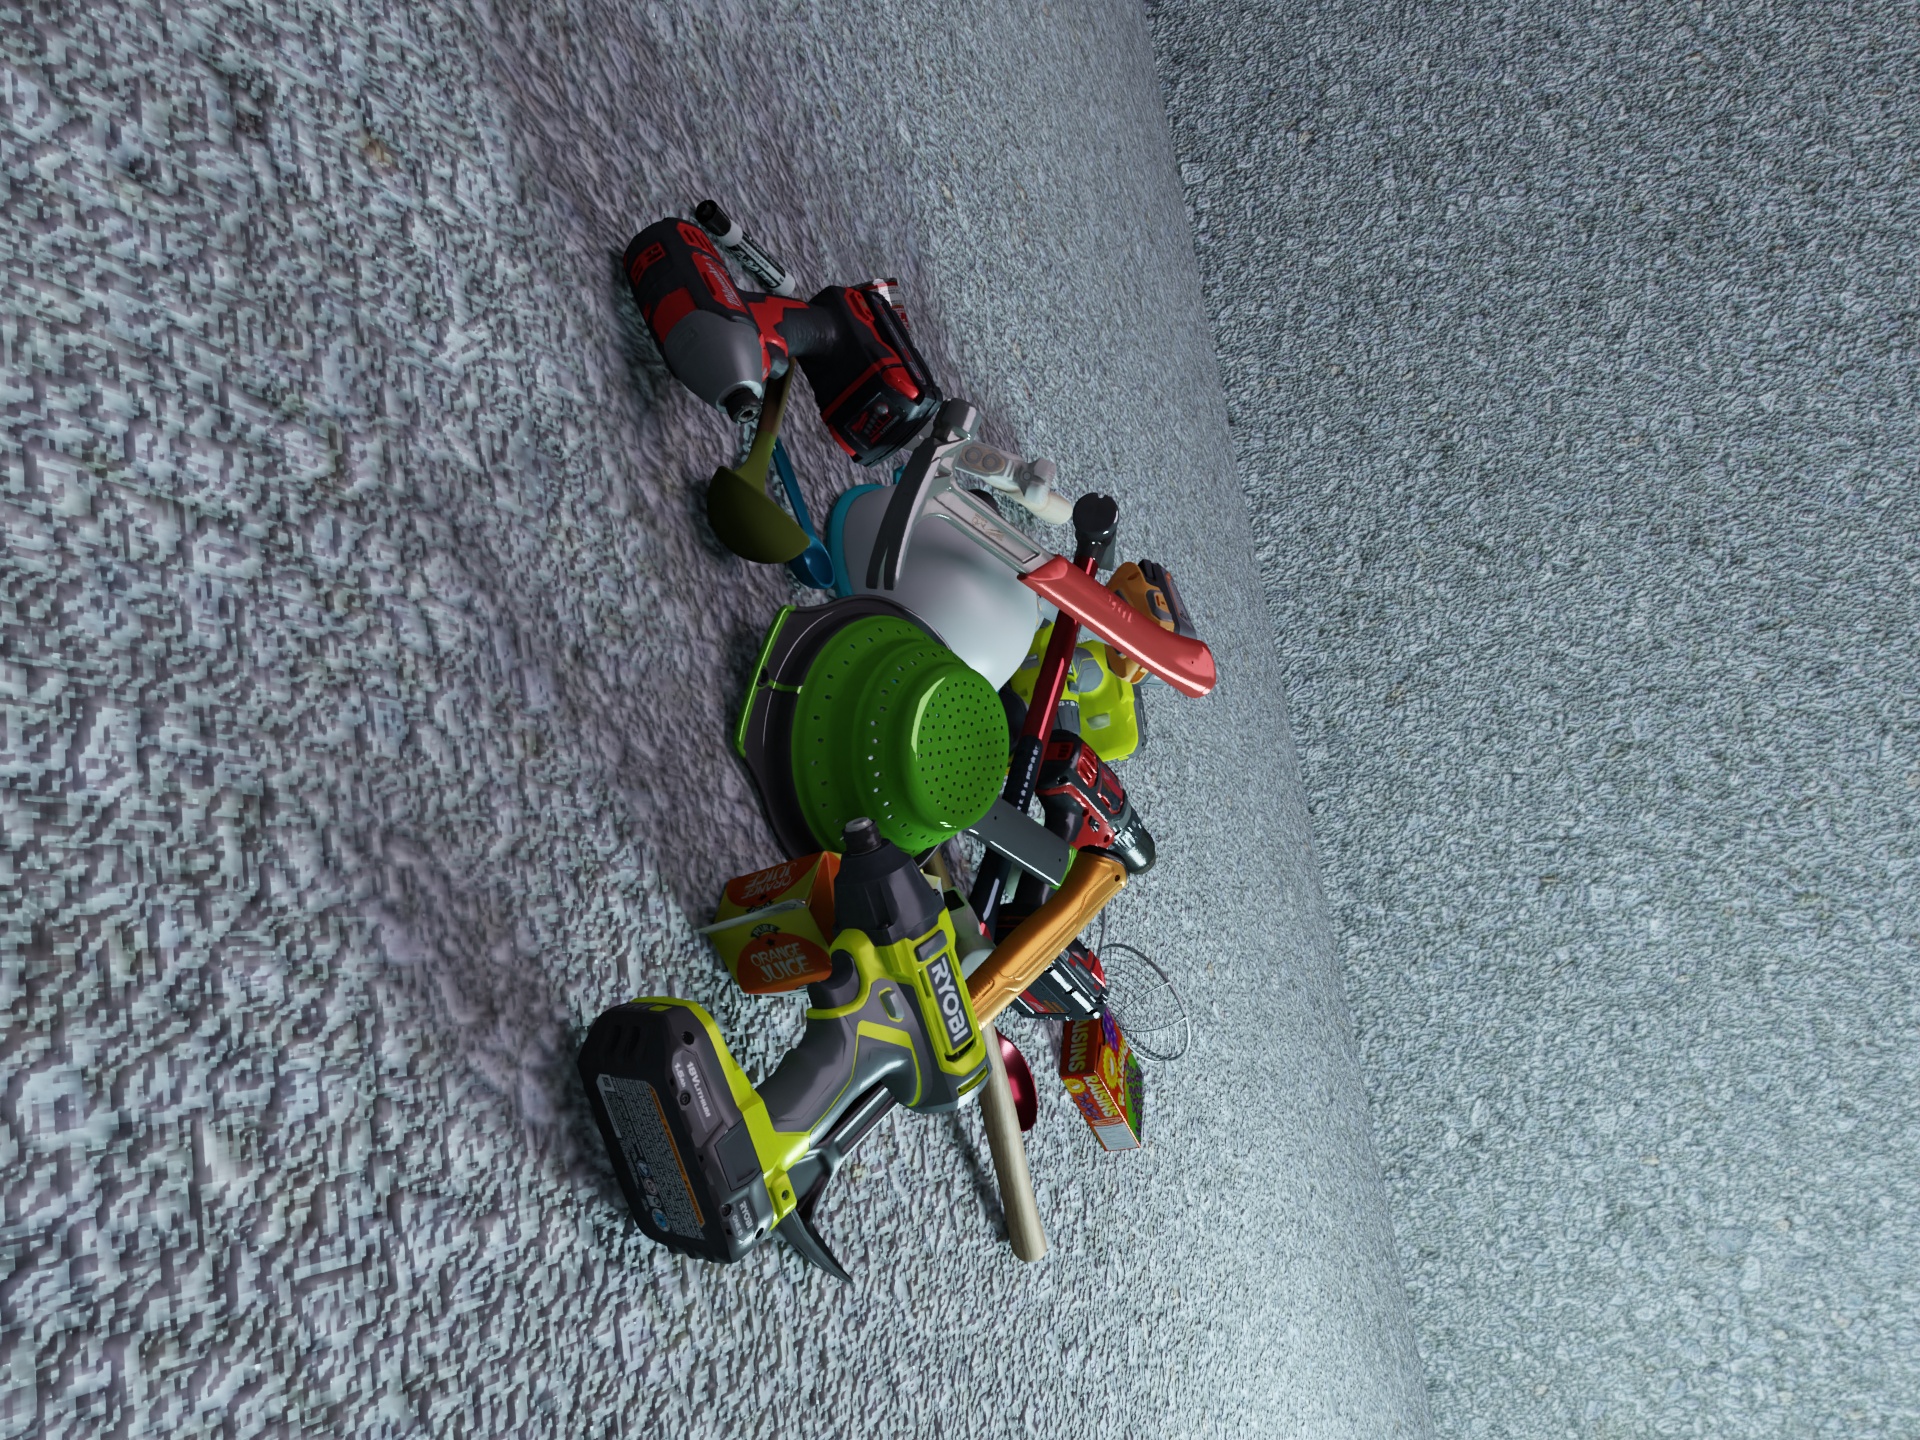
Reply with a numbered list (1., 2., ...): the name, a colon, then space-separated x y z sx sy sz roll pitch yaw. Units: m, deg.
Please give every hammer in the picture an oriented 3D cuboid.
1. hammer: 0.081 -0.093 1.225 0.358 0.037 0.149 31 76 -40
2. hammer: 0.023 0.267 1.173 0.130 0.031 0.331 -125 -160 -61
3. hammer: 0.046 -0.235 1.564 0.410 0.146 0.038 -8 120 -79
4. hammer: 0.002 0.196 1.008 0.337 0.034 0.127 -41 122 -33
5. hammer: 0.063 0.012 1.314 0.143 0.038 0.386 73 34 -76

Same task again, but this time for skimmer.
1. skimmer: 0.175 0.175 1.634 0.127 0.090 0.364 103 -9 -49

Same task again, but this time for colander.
1. colander: 0.013 0.050 1.126 0.396 0.094 0.205 35 65 -46

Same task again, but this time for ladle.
1. ladle: 0.004 0.188 1.222 0.069 0.031 0.315 -59 137 -56
2. ladle: -0.127 -0.222 1.133 0.078 0.062 0.320 42 33 -31

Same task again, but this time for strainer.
1. strainer: -0.024 -0.085 1.205 0.211 0.095 0.340 57 29 -10

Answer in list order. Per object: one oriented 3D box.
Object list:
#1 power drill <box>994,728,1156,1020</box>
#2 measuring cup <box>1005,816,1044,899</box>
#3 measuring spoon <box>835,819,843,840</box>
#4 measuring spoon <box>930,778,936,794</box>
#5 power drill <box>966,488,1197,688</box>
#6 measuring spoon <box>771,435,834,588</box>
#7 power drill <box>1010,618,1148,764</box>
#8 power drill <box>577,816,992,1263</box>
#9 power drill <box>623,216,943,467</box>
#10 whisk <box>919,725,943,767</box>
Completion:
1. power drill: 0.101 0.144 1.373 0.187 0.080 0.227 48 48 -40
2. measuring cup: 0.076 0.148 1.464 0.167 0.038 0.083 50 33 -55
3. measuring spoon: -0.080 0.070 1.122 0.034 0.018 0.124 54 30 -47
4. measuring spoon: -0.018 0.059 1.305 0.117 0.011 0.021 -77 148 -50
5. power drill: 0.096 -0.129 1.496 0.226 0.084 0.186 15 38 -27
6. measuring spoon: -0.125 -0.152 1.156 0.042 0.021 0.129 -1 69 -66
7. power drill: 0.116 -0.019 1.620 0.228 0.080 0.191 18 59 -63
8. power drill: -0.084 0.165 0.848 0.223 0.080 0.171 -29 107 -46
9. power drill: -0.116 -0.244 1.061 0.219 0.078 0.143 3 54 -55
10. whisk: -0.001 -0.003 1.334 0.285 0.070 0.070 -80 150 -56
